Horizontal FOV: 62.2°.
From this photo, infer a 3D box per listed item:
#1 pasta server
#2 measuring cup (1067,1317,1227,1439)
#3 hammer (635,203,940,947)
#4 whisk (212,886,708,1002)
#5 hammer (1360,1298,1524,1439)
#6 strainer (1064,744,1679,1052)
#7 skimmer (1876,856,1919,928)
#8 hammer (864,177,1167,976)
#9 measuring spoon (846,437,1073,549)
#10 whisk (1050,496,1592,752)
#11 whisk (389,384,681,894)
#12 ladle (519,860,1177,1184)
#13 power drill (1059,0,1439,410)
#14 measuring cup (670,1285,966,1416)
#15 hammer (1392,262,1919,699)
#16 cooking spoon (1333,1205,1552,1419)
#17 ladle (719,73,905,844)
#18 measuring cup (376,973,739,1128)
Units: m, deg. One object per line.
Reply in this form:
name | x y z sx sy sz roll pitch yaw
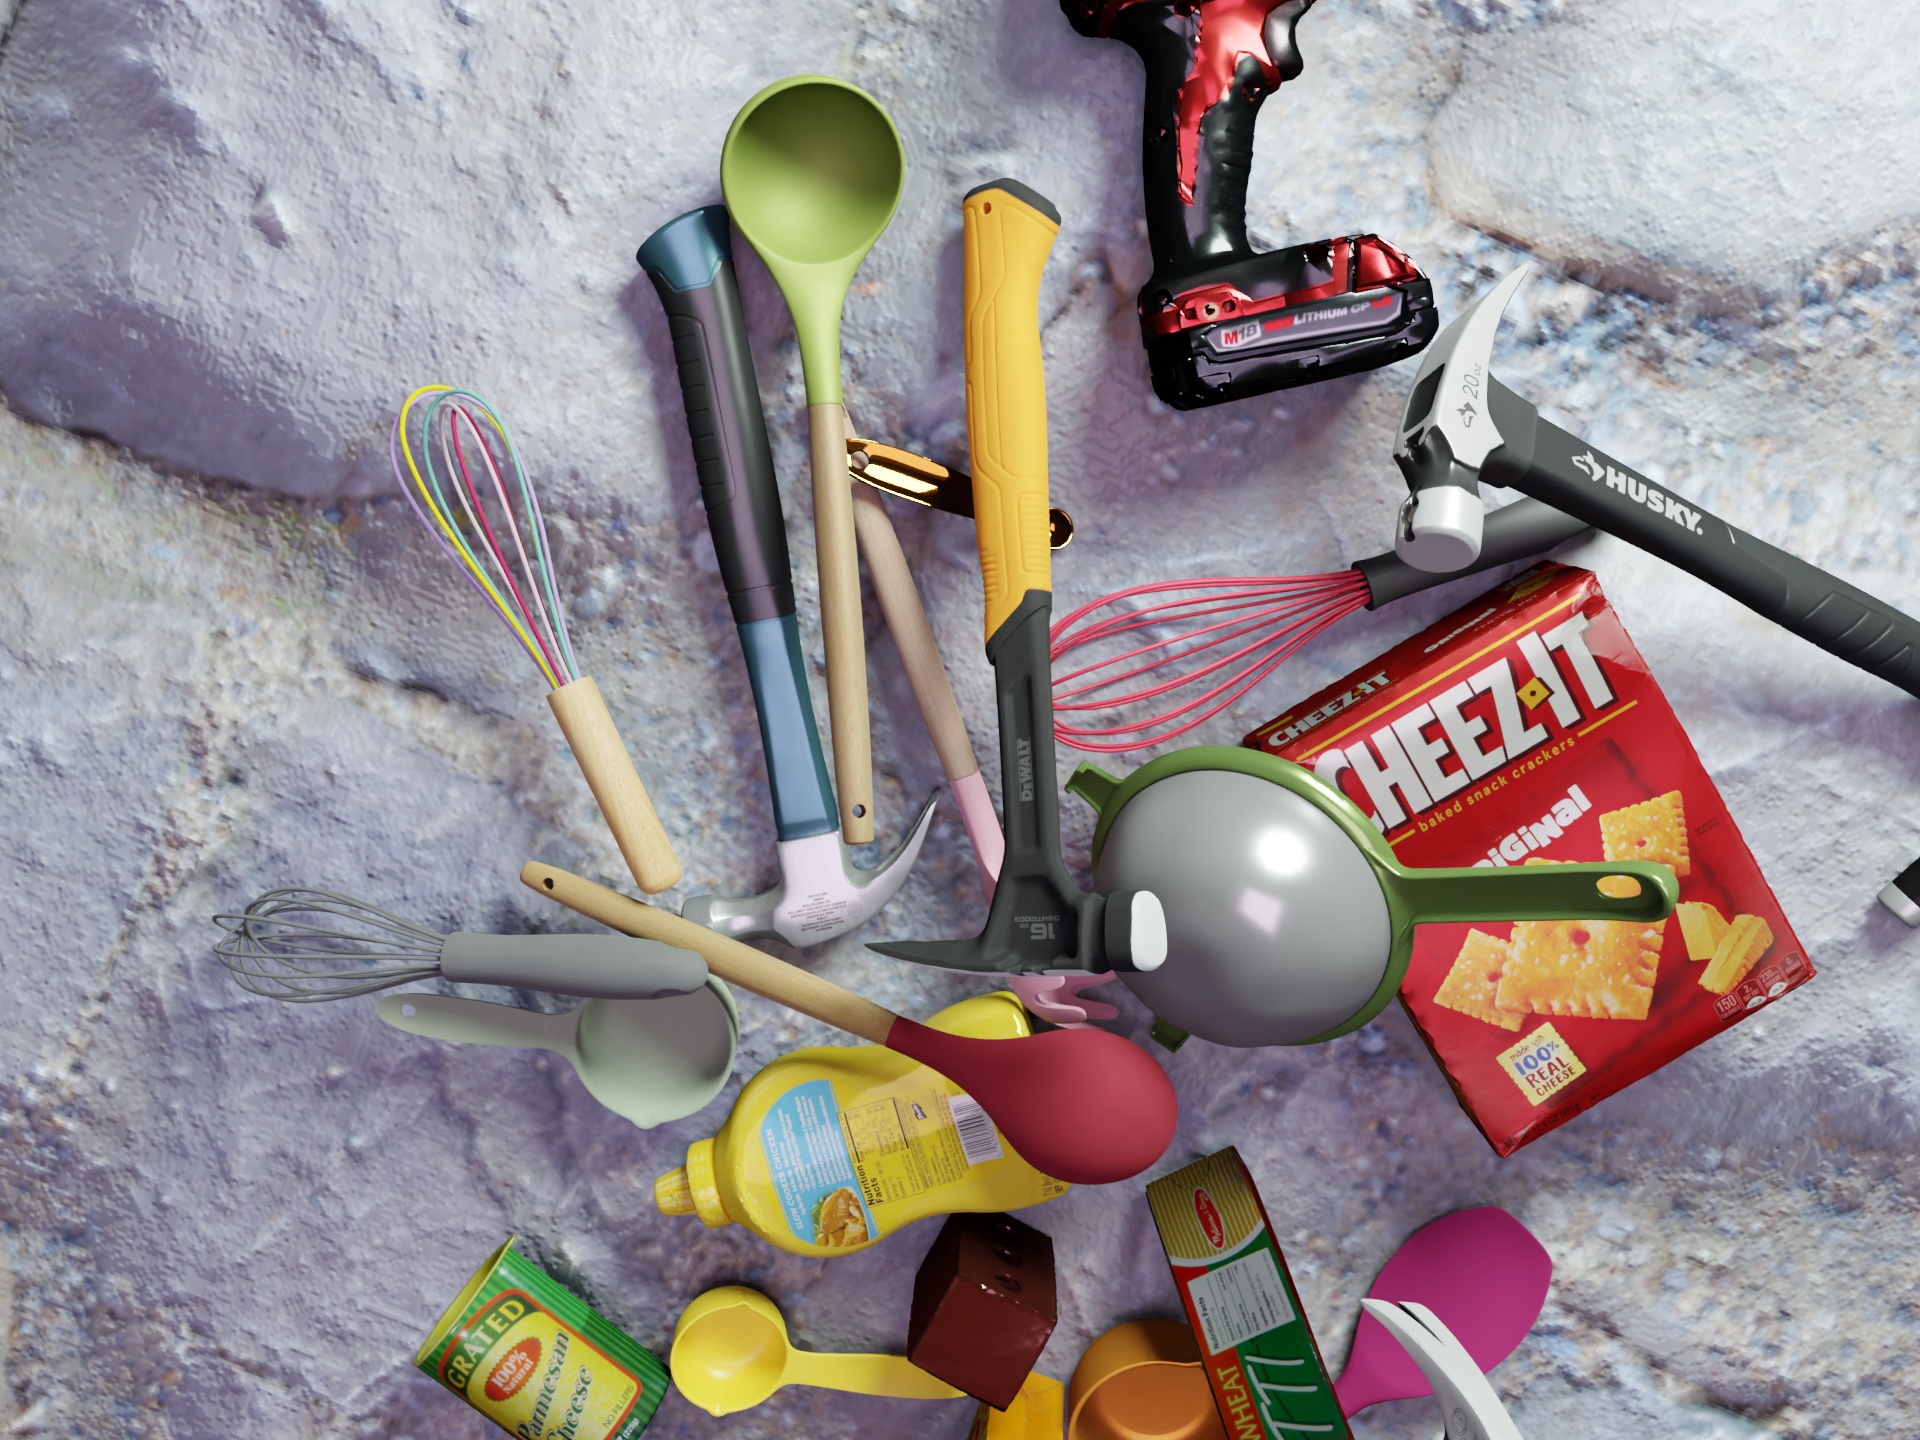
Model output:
pasta server | -0.001 -0.002 0.722 0.040 0.060 0.316 -18 96 25
measuring cup | 0.133 0.353 0.773 0.173 0.052 0.095 24 101 -4
hammer | -0.092 -0.059 0.715 0.128 0.033 0.331 -10 99 3
whisk | -0.227 0.104 0.714 0.239 0.055 0.055 2 100 11
hammer | 0.135 0.427 0.718 0.036 0.149 0.408 13 124 -20
strainer | 0.154 0.086 0.655 0.256 0.069 0.151 -7 110 37
skimmer | 0.552 -0.050 0.717 0.127 0.090 0.363 38 108 -10
hammer | 0.017 -0.062 0.671 0.127 0.034 0.337 -6 82 30
measuring spoon | -0.004 -0.101 0.710 0.117 0.011 0.021 18 79 -12
whisk | 0.160 -0.053 0.704 0.296 0.073 0.073 -19 99 -2
whisk | -0.180 -0.037 0.706 0.051 0.047 0.245 -23 95 14
ladle | -0.054 0.126 0.707 0.315 0.031 0.069 22 92 7
power drill | 0.125 -0.251 0.663 0.143 0.078 0.219 -12 96 2
measuring cup | -0.066 0.313 0.787 0.156 0.029 0.062 12 100 -14
hammer | 0.332 -0.072 0.680 0.334 0.035 0.146 23 63 -16
cooking spoon | 0.165 0.360 0.791 0.319 0.017 0.069 -46 77 7
ladle | -0.053 -0.108 0.666 0.078 0.062 0.320 -4 88 -12
measuring cup | -0.186 0.140 0.748 0.167 0.038 0.083 7 100 1
